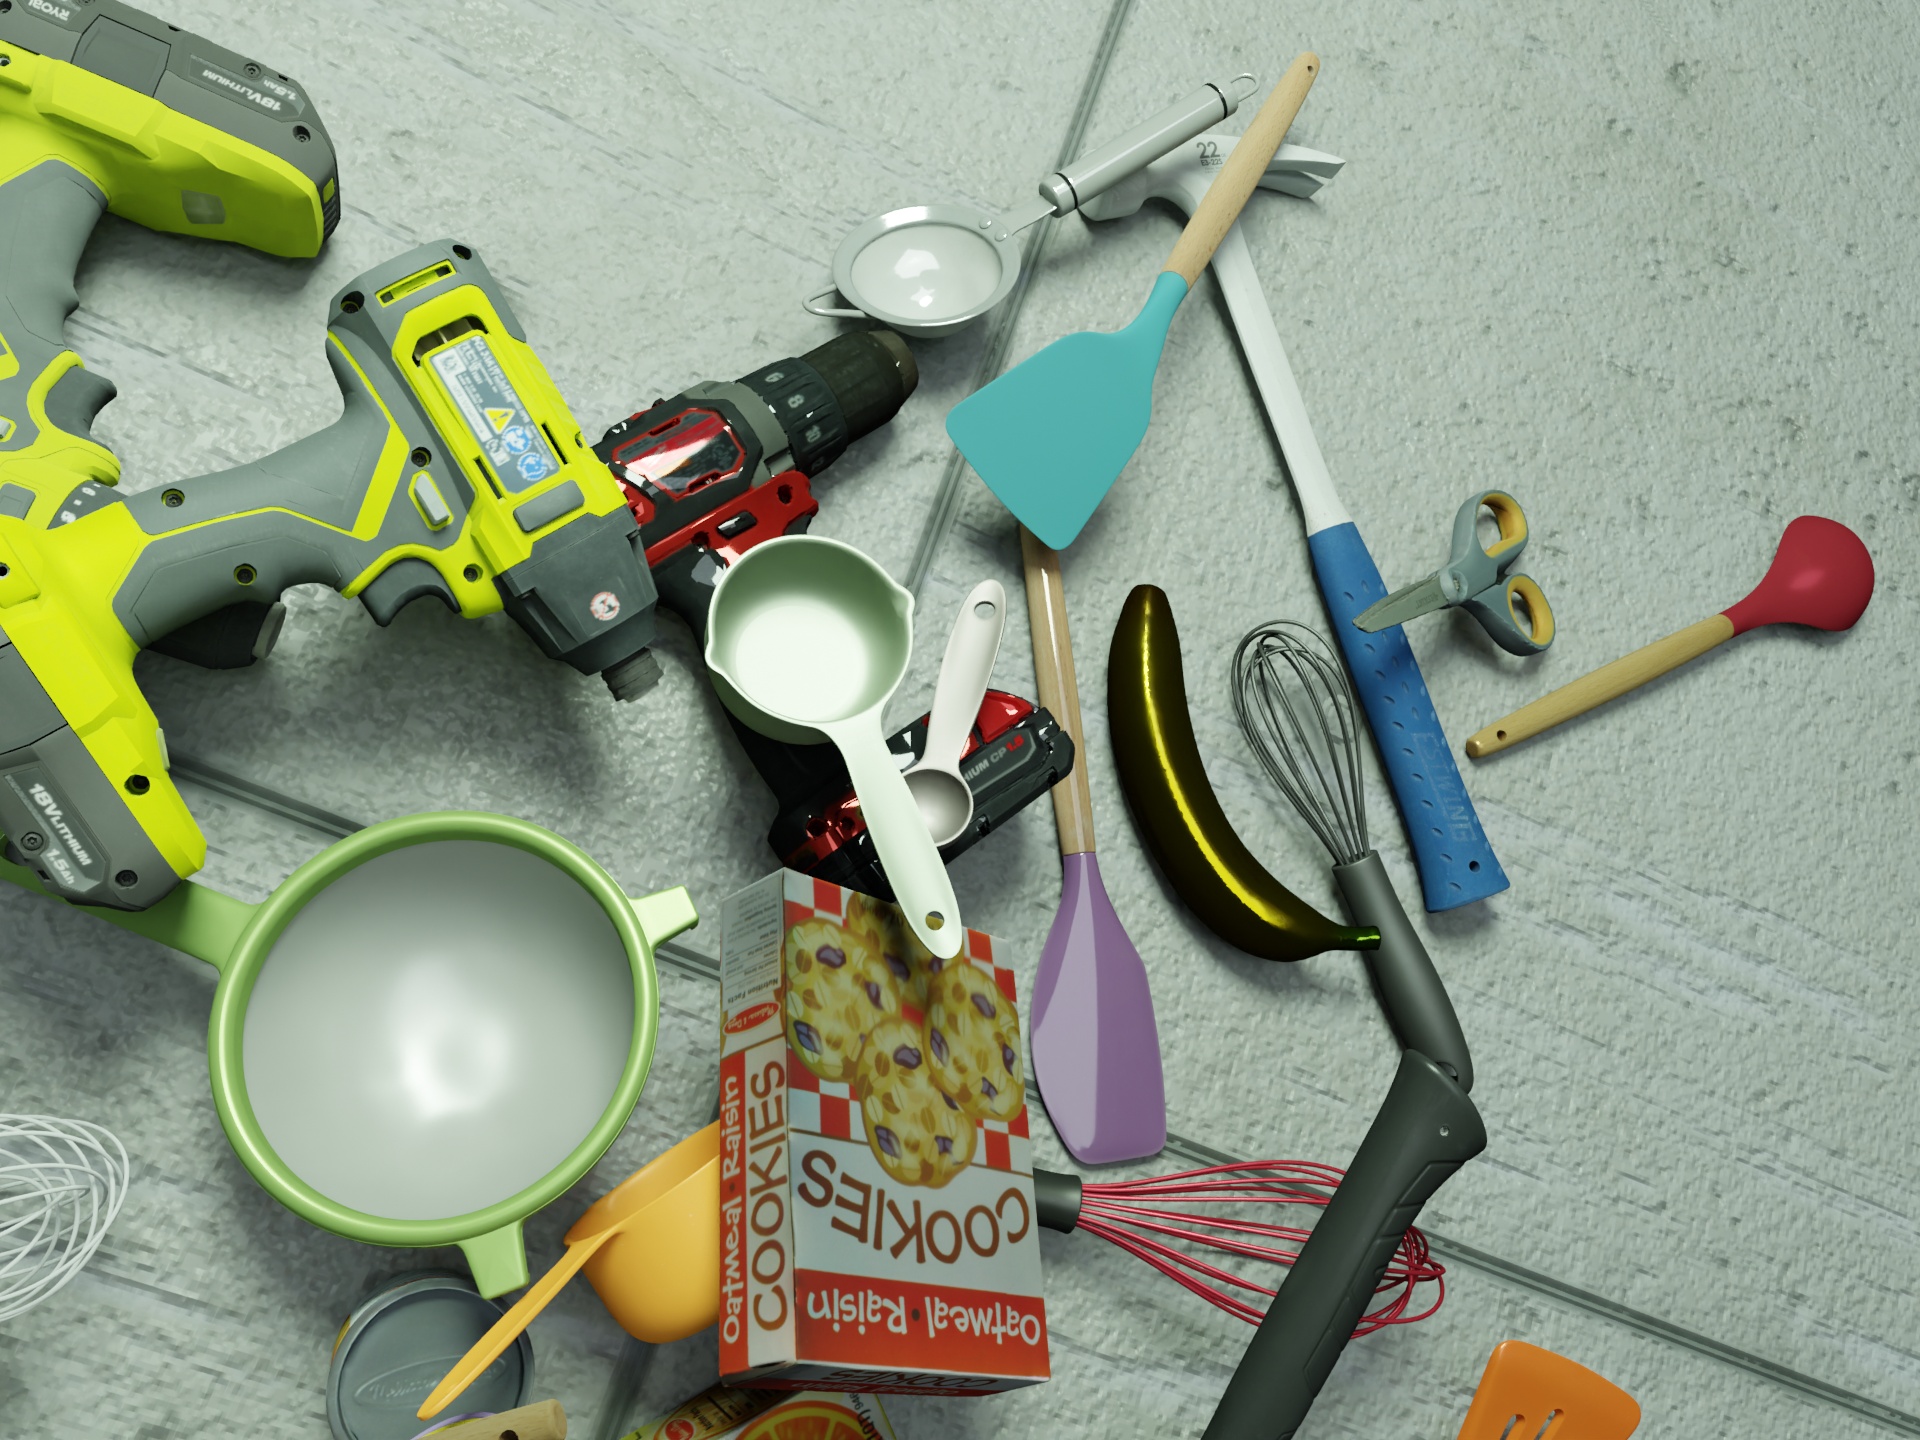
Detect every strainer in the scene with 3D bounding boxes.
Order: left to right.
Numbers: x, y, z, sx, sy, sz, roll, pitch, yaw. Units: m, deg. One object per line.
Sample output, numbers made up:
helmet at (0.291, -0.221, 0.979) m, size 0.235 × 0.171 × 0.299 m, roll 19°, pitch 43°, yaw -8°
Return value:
strainer at (-0.232, 0.094, 0.577) m, size 0.256 × 0.069 × 0.151 m, roll 21°, pitch 67°, yaw 4°
strainer at (0.040, -0.239, 0.744) m, size 0.258 × 0.050 × 0.087 m, roll -34°, pitch 59°, yaw -12°

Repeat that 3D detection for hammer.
hammer at (0.101, 0.277, 0.607) m, size 0.146 × 0.035 × 0.335 m, roll 31°, pitch 86°, yaw -9°
hammer at (0.185, -0.106, 0.788) m, size 0.144 × 0.035 × 0.405 m, roll -16°, pitch 82°, yaw -23°

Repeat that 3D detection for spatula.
spatula at (0.048, 0.035, 0.711) m, size 0.059 × 0.018 × 0.316 m, roll -2°, pitch 78°, yaw -18°
spatula at (0.101, -0.220, 0.751) m, size 0.082 × 0.044 × 0.318 m, roll 45°, pitch 59°, yaw -23°
spatula at (0.199, 0.422, 0.654) m, size 0.081 × 0.041 × 0.323 m, roll 29°, pitch 69°, yaw -12°

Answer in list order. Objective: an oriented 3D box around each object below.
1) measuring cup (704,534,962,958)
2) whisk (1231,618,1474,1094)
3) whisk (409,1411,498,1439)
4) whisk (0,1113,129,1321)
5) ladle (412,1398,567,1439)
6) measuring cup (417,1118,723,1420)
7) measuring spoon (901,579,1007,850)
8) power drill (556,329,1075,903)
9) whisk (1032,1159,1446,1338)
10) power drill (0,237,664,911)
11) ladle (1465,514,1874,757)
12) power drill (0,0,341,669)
measuring cup at (-0.041, 0.013, 0.588) m, size 0.083 × 0.038 × 0.168 m, roll -20°, pitch 78°, yaw -21°
whisk at (0.187, 0.065, 0.740) m, size 0.055 × 0.055 × 0.239 m, roll -23°, pitch 89°, yaw -24°
whisk at (-0.234, 0.294, 0.490) m, size 0.245 × 0.051 × 0.047 m, roll -30°, pitch 104°, yaw -3°
whisk at (-0.407, 0.188, 0.487) m, size 0.284 × 0.070 × 0.070 m, roll -17°, pitch 83°, yaw -18°
ladle at (-0.270, 0.258, 0.459) m, size 0.320 × 0.062 × 0.078 m, roll -19°, pitch 82°, yaw 0°
measuring cup at (-0.111, 0.198, 0.546) m, size 0.052 × 0.095 × 0.173 m, roll 57°, pitch 31°, yaw -2°
measuring spoon at (-0.001, -0.002, 0.620) m, size 0.034 × 0.018 × 0.124 m, roll 10°, pitch 60°, yaw 10°
power drill at (-0.049, -0.049, 0.668) m, size 0.188 × 0.080 × 0.227 m, roll -35°, pitch 87°, yaw -25°
whisk at (0.064, 0.202, 0.653) m, size 0.295 × 0.073 × 0.073 m, roll 15°, pitch 72°, yaw -10°
power drill at (-0.222, -0.040, 0.542) m, size 0.223 × 0.080 × 0.171 m, roll -34°, pitch 104°, yaw -21°
ladle at (0.390, -0.042, 0.854) m, size 0.315 × 0.031 × 0.069 m, roll -23°, pitch 85°, yaw -22°
power drill at (-0.319, -0.139, 0.590) m, size 0.190 × 0.080 × 0.229 m, roll 20°, pitch 73°, yaw -14°
